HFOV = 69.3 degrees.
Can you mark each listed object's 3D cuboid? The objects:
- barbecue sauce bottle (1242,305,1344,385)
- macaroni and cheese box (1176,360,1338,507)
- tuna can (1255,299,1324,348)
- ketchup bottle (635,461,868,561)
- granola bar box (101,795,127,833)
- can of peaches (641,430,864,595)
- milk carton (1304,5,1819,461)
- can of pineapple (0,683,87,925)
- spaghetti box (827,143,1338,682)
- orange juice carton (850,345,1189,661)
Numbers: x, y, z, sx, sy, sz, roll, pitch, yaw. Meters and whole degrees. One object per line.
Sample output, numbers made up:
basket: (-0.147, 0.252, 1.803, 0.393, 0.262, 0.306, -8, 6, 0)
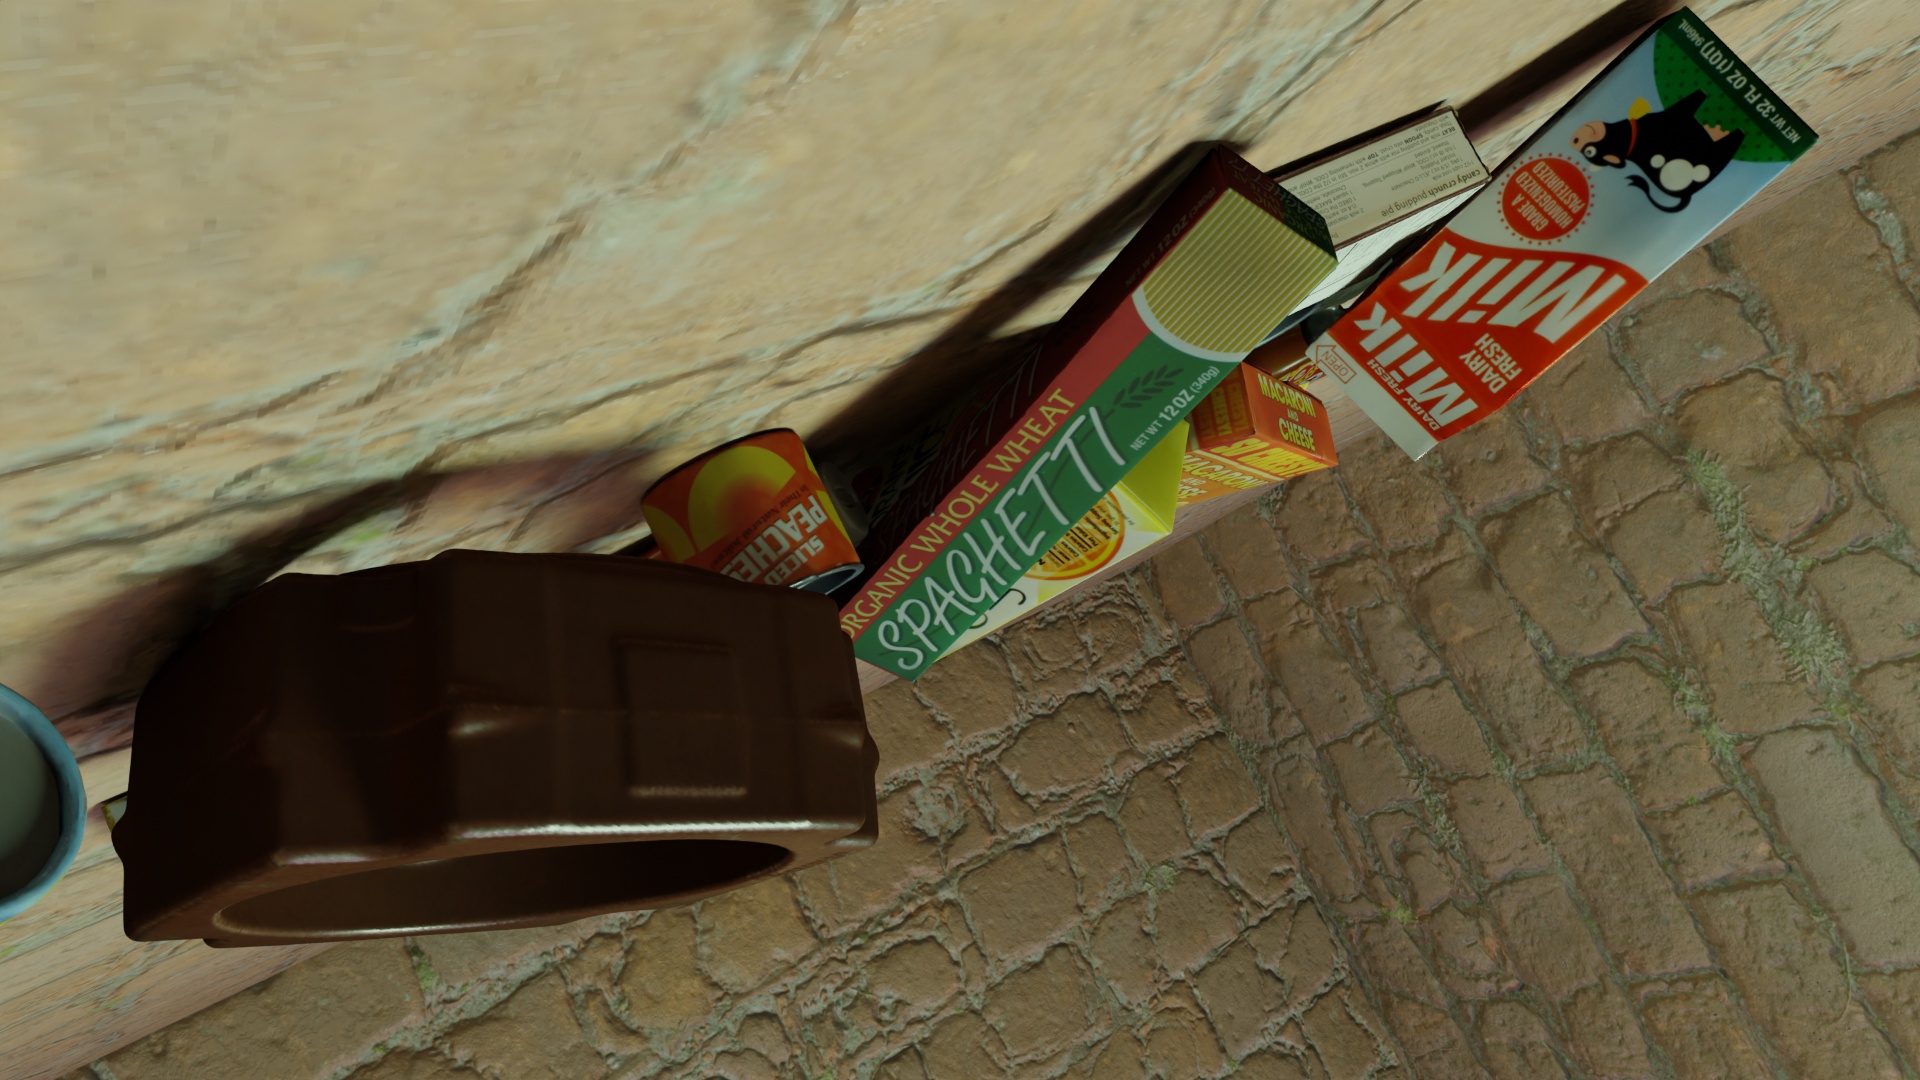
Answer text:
barbecue sauce bottle: (0.160, -0.100, 0.773, 0.149, 0.043, 0.064, -20, 172, -45)
macaroni and cheese box: (0.088, -0.042, 0.699, 0.166, 0.040, 0.124, -15, 168, 30)
tuna can: (0.130, -0.108, 0.630, 0.071, 0.033, 0.071, -27, 174, -3)
ketchup bottle: (-0.111, 0.016, 0.592, 0.148, 0.043, 0.065, -29, 174, 12)
granola bar box: (-0.305, 0.120, 0.645, 0.124, 0.039, 0.165, -25, 174, -22)
can of peaches: (-0.077, -0.002, 0.518, 0.071, 0.058, 0.071, -26, 173, -3)
milk carton: (0.237, -0.120, 0.573, 0.190, 0.072, 0.074, -45, 178, 24)
can of pineapple: (-0.253, 0.071, 0.326, 0.058, 0.071, 0.071, -29, 173, 16)
spaghetti box: (0.030, -0.032, 0.505, 0.050, 0.029, 0.249, 27, 127, -23)
orange juice carton: (0.002, -0.008, 0.614, 0.192, 0.073, 0.072, -32, -152, 38)
